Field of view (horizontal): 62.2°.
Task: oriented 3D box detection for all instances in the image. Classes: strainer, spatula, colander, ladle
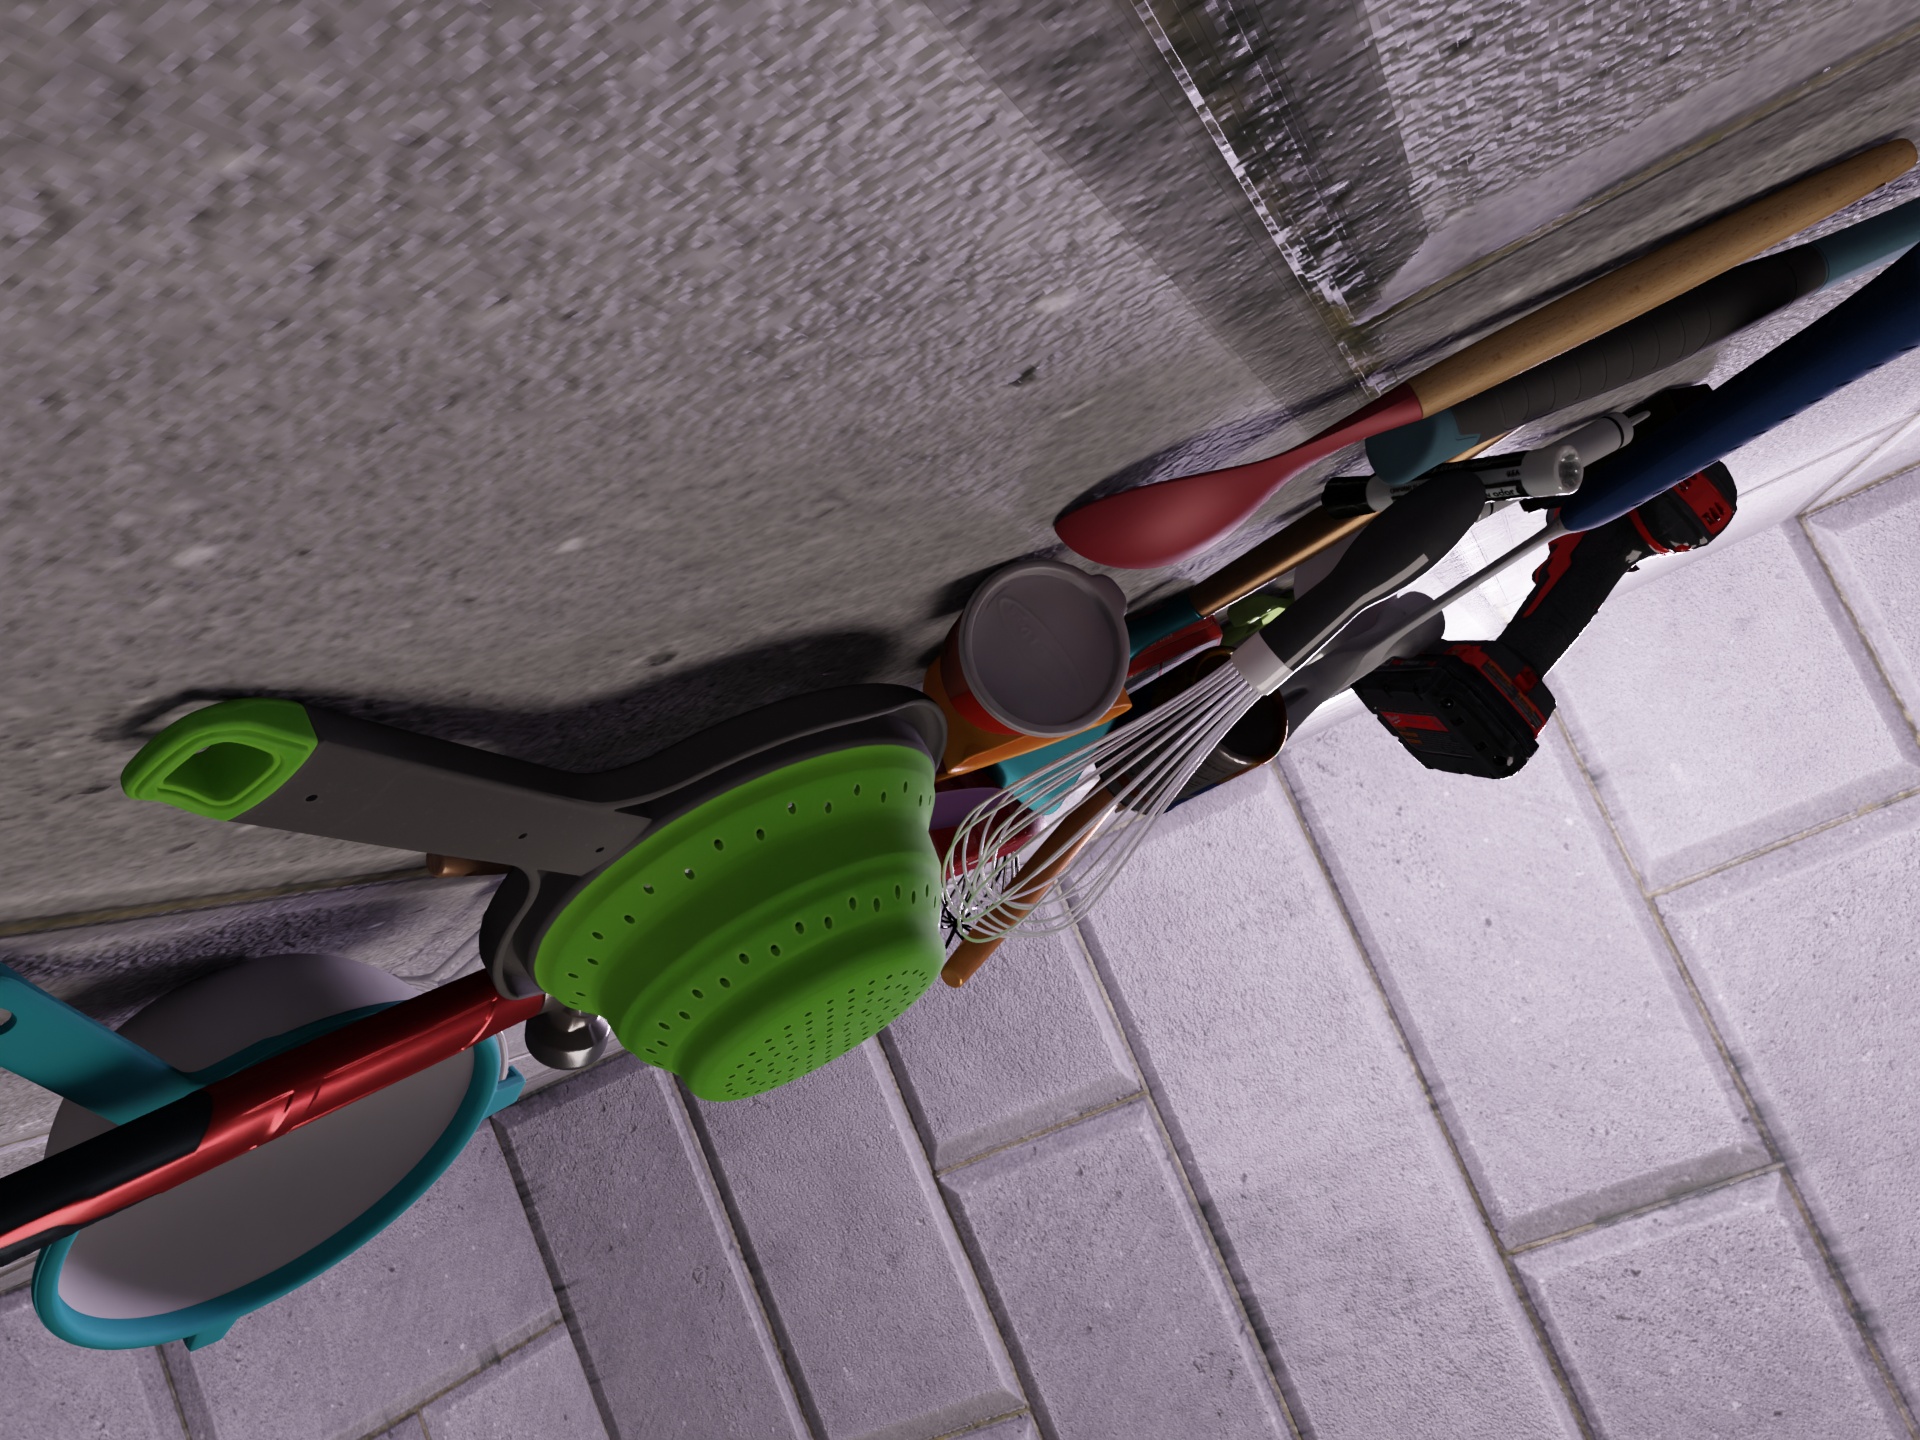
[{"bbox_3d":[0.250,-0.107,0.799,0.258,0.050,0.087,-27,179,-17],"label":"strainer"},{"bbox_3d":[0.082,0.051,0.870,0.081,0.041,0.323,-12,-158,41],"label":"spatula"},{"bbox_3d":[-0.103,0.068,0.546,0.204,0.095,0.396,-37,159,11],"label":"colander"},{"bbox_3d":[0.133,-0.060,0.742,0.317,0.082,0.044,-33,-150,29],"label":"spatula"},{"bbox_3d":[-0.332,0.146,0.669,0.211,0.095,0.340,-39,154,-15],"label":"strainer"},{"bbox_3d":[-0.085,0.046,0.690,0.060,0.018,0.315,-31,161,38],"label":"spatula"},{"bbox_3d":[0.209,-0.042,0.977,0.151,0.069,0.256,-26,173,19],"label":"strainer"},{"bbox_3d":[0.181,-0.124,0.555,0.315,0.031,0.069,-26,172,6],"label":"ladle"}]

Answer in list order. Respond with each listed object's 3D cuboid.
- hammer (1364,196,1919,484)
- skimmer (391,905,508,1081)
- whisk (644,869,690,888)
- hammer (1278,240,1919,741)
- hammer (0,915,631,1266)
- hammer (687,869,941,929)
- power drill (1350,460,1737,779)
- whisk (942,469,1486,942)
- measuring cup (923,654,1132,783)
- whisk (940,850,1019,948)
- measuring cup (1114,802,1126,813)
[{"bbox_3d":[0.312,-0.168,0.610,0.331,0.033,0.128,-23,170,-3],"label":"hammer"},{"bbox_3d":[-0.264,0.153,0.841,0.127,0.090,0.363,18,147,-27],"label":"skimmer"},{"bbox_3d":[-0.171,0.087,0.847,0.057,0.059,0.246,16,145,-31],"label":"whisk"},{"bbox_3d":[0.269,-0.086,0.715,0.144,0.035,0.405,-30,174,-25],"label":"hammer"},{"bbox_3d":[-0.285,0.144,0.581,0.386,0.038,0.143,-22,141,-43],"label":"hammer"},{"bbox_3d":[-0.071,0.106,0.929,0.127,0.034,0.337,7,177,1],"label":"hammer"},{"bbox_3d":[0.346,-0.071,0.953,0.219,0.078,0.143,-46,-170,-6],"label":"power drill"},{"bbox_3d":[0.100,-0.003,0.657,0.284,0.070,0.070,-42,166,16],"label":"whisk"},{"bbox_3d":[-0.001,-0.002,0.738,0.095,0.052,0.173,-13,173,-46],"label":"measuring cup"},{"bbox_3d":[0.025,0.059,0.947,0.055,0.055,0.238,-18,144,-32],"label":"whisk"},{"bbox_3d":[0.112,0.028,0.988,0.083,0.038,0.167,-26,178,18],"label":"measuring cup"}]
